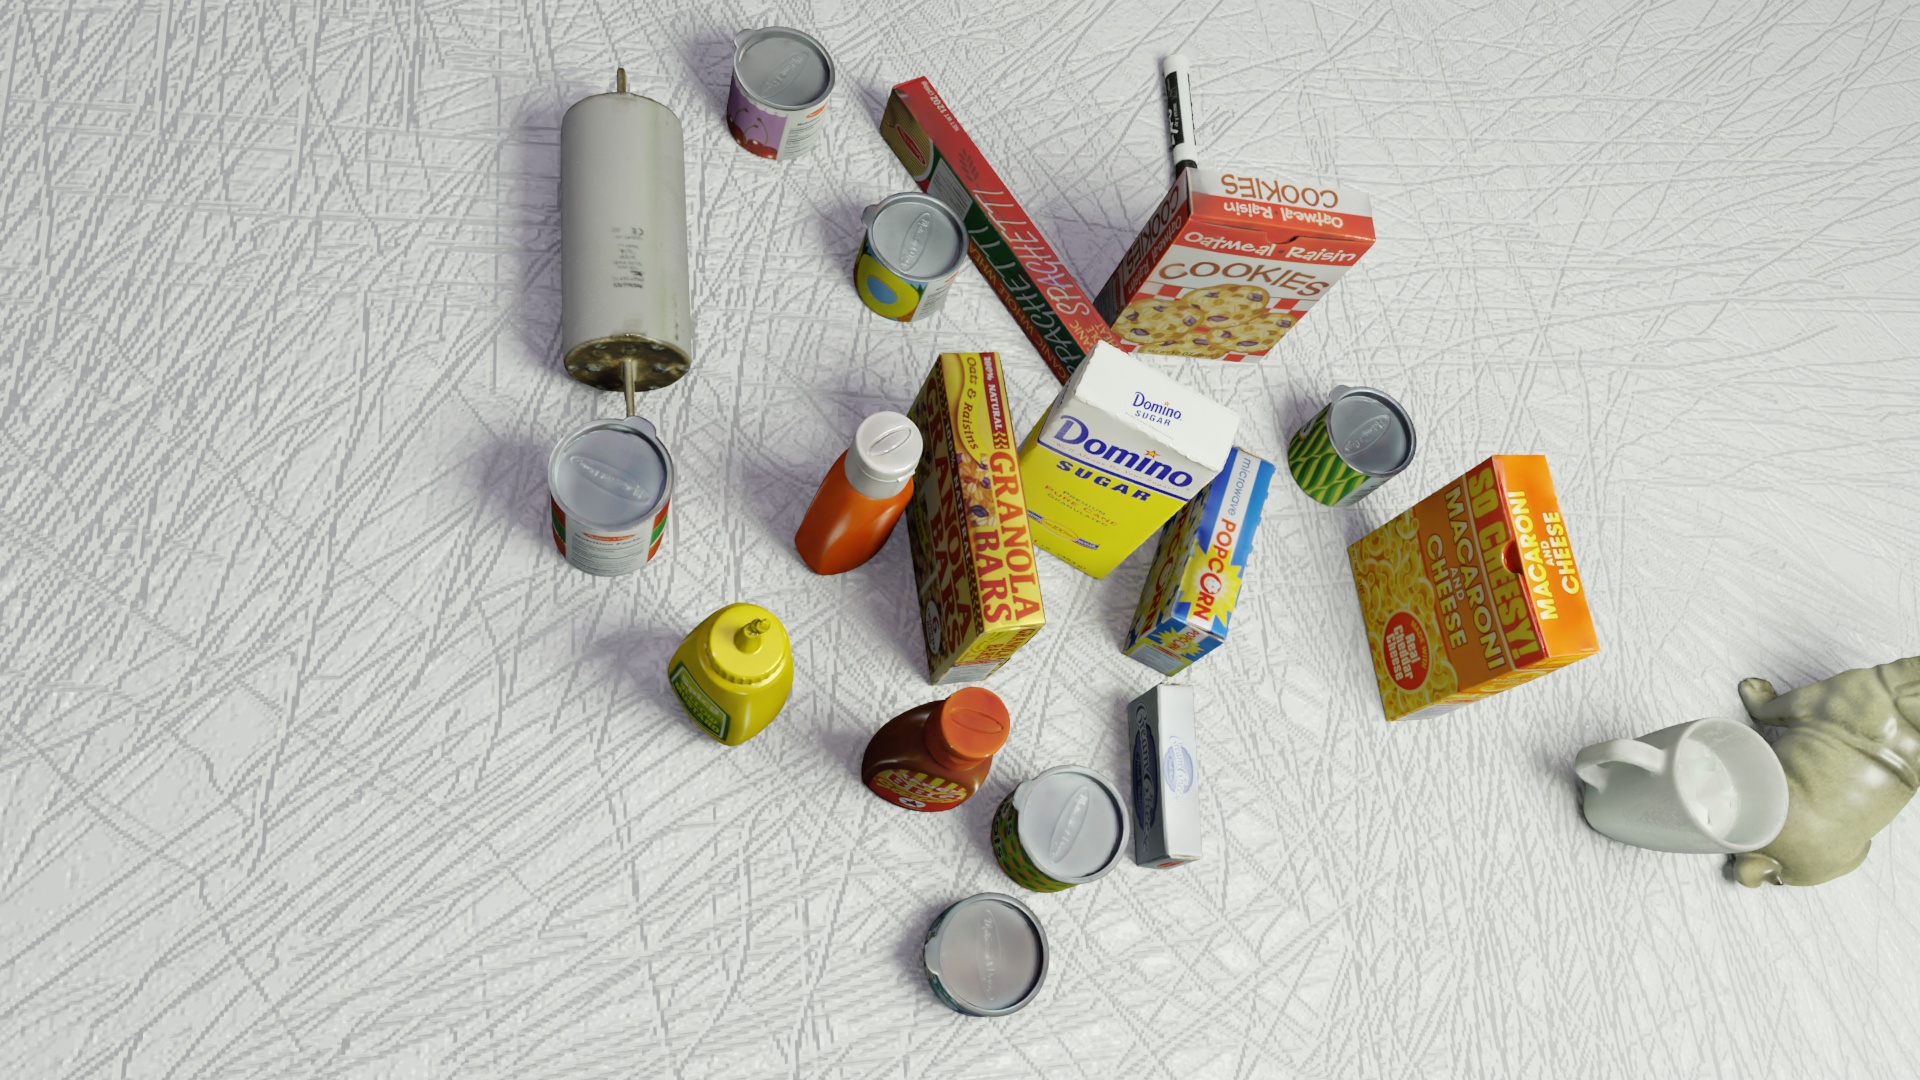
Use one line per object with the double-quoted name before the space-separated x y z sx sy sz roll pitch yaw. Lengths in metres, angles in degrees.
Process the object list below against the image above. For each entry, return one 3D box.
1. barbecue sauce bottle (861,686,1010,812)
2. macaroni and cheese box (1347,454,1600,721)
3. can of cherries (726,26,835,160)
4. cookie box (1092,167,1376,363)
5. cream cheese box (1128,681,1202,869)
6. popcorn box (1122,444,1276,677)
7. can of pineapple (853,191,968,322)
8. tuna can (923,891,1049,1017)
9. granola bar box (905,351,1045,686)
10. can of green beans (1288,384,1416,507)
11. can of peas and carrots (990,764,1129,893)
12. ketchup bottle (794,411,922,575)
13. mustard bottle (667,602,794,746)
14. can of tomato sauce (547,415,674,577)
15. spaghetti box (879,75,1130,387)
"barbecue sauce bottle" -0.010 0.113 0.750 0.065 0.148 0.044 18 67 -8
"macaroni and cheese box" 0.309 0.034 0.858 0.040 0.165 0.124 -2 71 -16
"can of cherries" -0.122 -0.298 0.925 0.071 0.058 0.072 5 69 -13
"cookie box" 0.171 -0.171 0.897 0.123 0.166 0.040 3 70 -14
"cream cheese box" 0.121 0.141 0.828 0.024 0.053 0.104 5 69 -13
"popcorn box" 0.149 0.013 0.867 0.038 0.085 0.127 24 66 -6
"can of pineapple" -0.035 -0.185 0.906 0.071 0.057 0.071 5 69 -13
"tuna can" 0.011 0.232 0.775 0.071 0.032 0.071 5 69 -13
"granola bar box" 0.003 -0.010 0.814 0.039 0.123 0.166 -3 71 -16
"can of green beans" 0.265 -0.063 0.942 0.071 0.057 0.071 5 69 -13
"can of peas and carrots" 0.054 0.166 0.797 0.071 0.058 0.071 5 69 -13
"ketchup bottle" -0.054 -0.026 0.791 0.065 0.148 0.043 -33 82 -23
"mustard bottle" -0.119 0.065 0.732 0.049 0.159 0.065 -41 85 -24
"can of tomato sauce" -0.198 -0.024 0.787 0.071 0.082 0.071 5 69 -13
"spaghetti box" 0.028 -0.199 0.933 0.029 0.050 0.250 -31 80 -23
